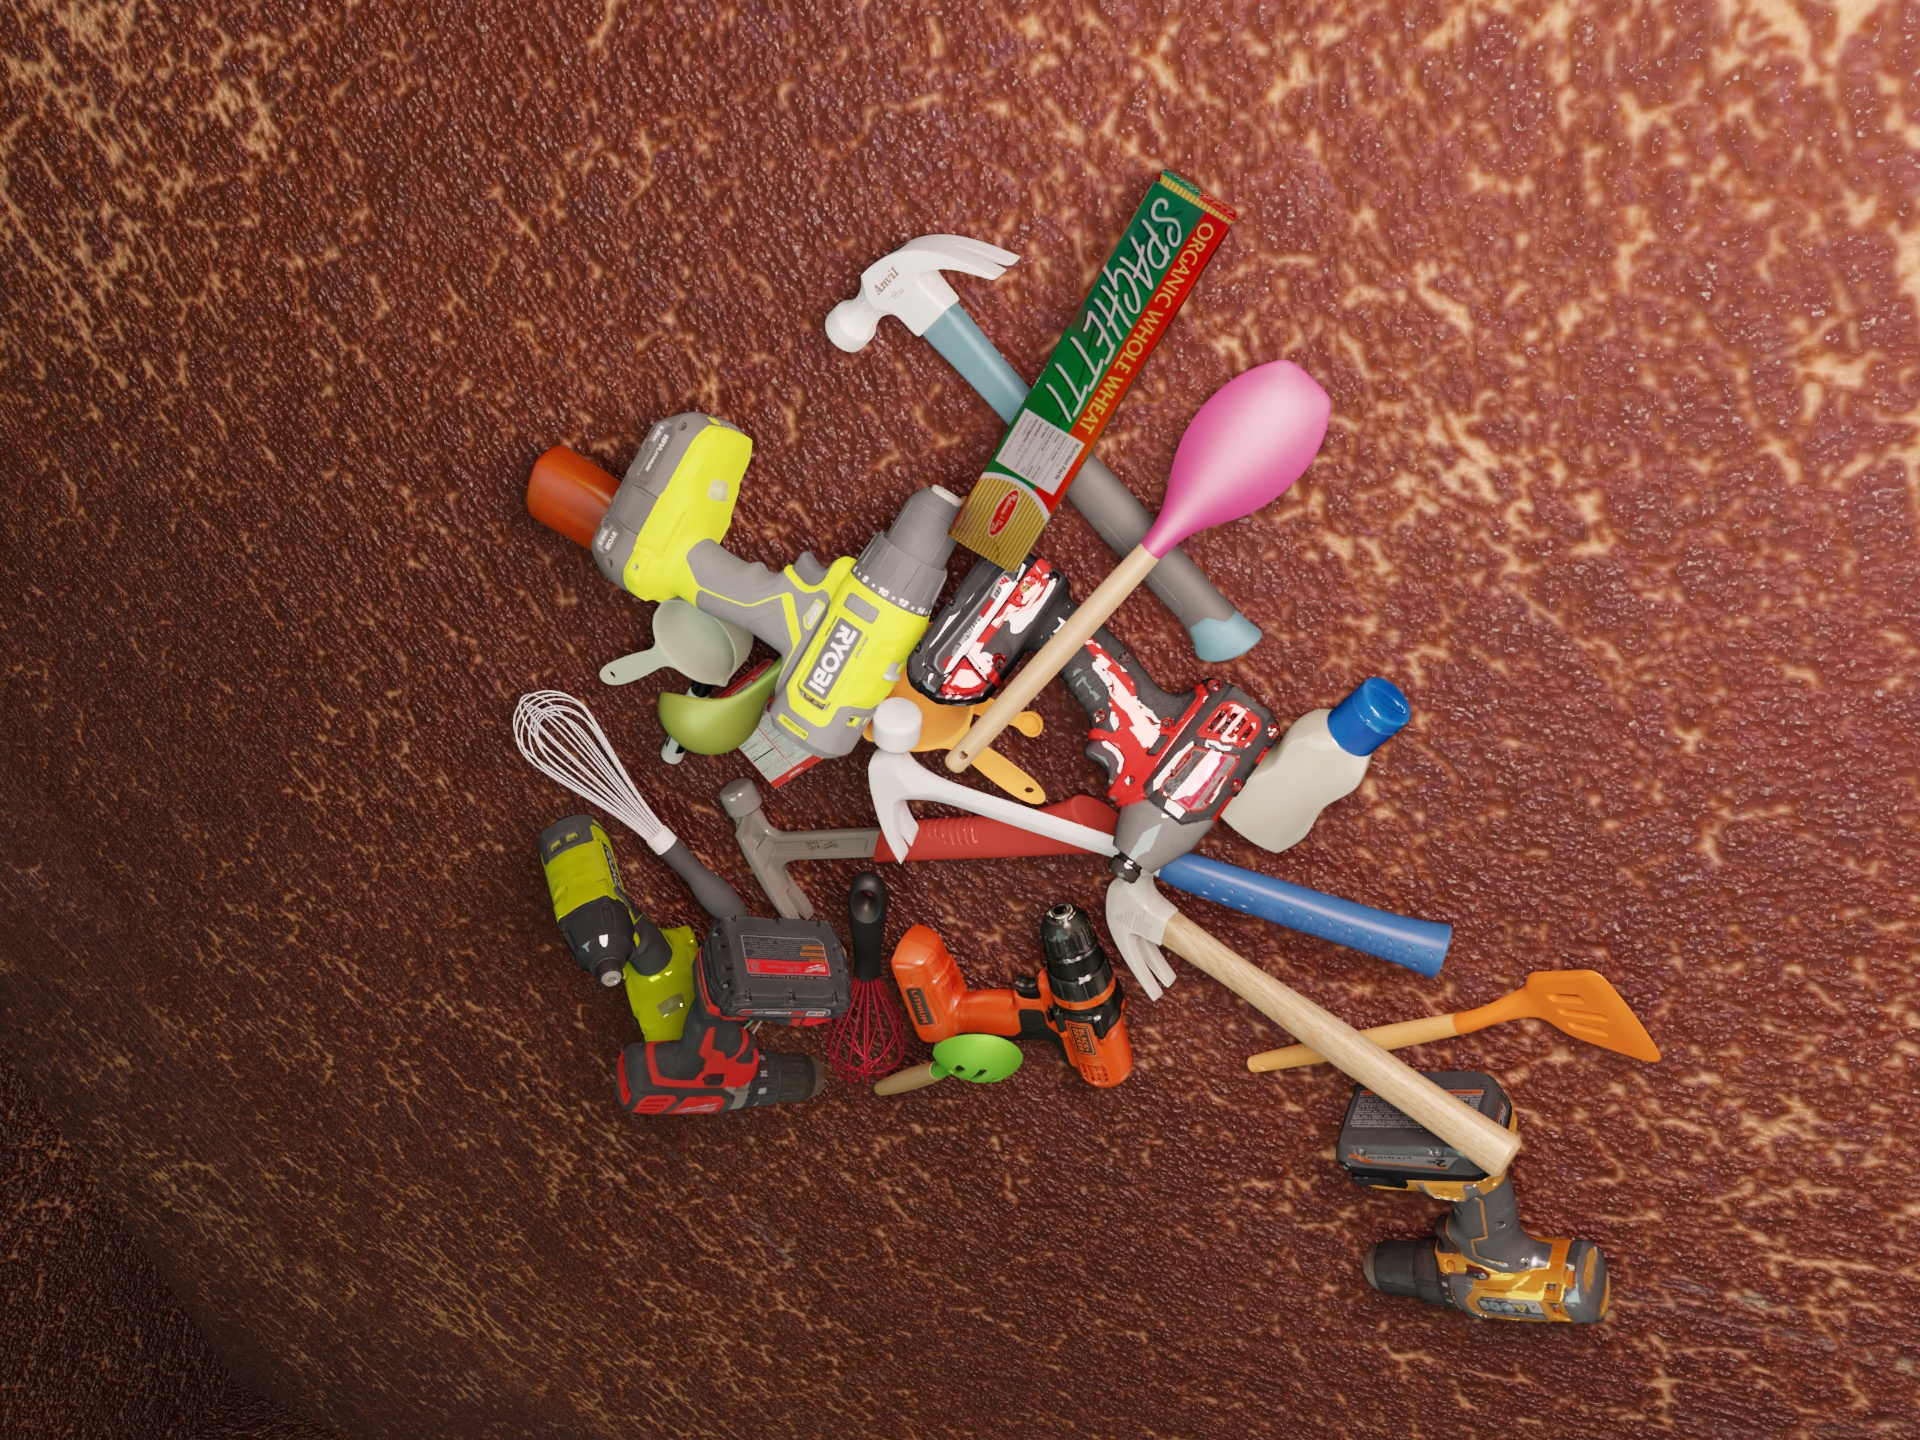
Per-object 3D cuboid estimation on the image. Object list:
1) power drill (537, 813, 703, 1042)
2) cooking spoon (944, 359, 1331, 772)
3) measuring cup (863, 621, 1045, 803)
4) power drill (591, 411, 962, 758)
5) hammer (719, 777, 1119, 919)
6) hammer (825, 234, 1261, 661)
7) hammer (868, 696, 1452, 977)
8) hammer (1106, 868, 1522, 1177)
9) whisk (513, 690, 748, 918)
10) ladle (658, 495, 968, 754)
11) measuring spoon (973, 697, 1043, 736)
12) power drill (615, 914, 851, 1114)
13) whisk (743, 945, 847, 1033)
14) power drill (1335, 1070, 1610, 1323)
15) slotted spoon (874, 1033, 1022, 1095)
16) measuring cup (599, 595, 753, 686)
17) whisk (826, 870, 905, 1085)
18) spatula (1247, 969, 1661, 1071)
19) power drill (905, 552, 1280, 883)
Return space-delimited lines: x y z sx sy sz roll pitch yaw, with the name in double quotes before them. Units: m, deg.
"power drill" -0.286 0.205 1.395 0.171 0.080 0.223 61 178 43
"cooking spoon" 0.096 -0.082 0.945 0.069 0.017 0.319 41 109 -3
"measuring cup" -0.002 -0.004 1.138 0.173 0.052 0.095 38 121 -23
"power drill" -0.118 -0.111 1.069 0.229 0.080 0.190 35 103 17
"hammer" -0.031 0.102 1.259 0.359 0.037 0.149 -6 121 36
"hammer" 0.064 -0.162 0.985 0.331 0.033 0.128 47 137 -9
"hammer" 0.127 0.097 1.090 0.405 0.035 0.144 18 139 11
"hammer" 0.239 0.211 1.124 0.331 0.031 0.130 34 140 26
"whisk" -0.285 0.083 1.397 0.070 0.070 0.284 -25 113 43
"ladle" -0.105 -0.070 1.139 0.078 0.062 0.320 17 135 -44
"measuring spoon" 0.009 -0.016 1.157 0.117 0.011 0.021 23 124 21
"power drill" -0.169 0.260 1.335 0.187 0.080 0.226 8 136 -30
"whisk" -0.178 0.258 1.485 0.047 0.051 0.245 31 136 -23
"power drill" 0.360 0.365 1.193 0.185 0.084 0.226 -12 122 40
"slotted spoon" -0.025 0.304 1.365 0.070 0.031 0.313 18 158 -14
"measuring cup" -0.227 -0.060 1.255 0.167 0.038 0.083 -16 115 42
"whisk" -0.080 0.224 1.352 0.073 0.073 0.295 22 139 16
"spatula" 0.328 0.224 1.123 0.322 0.041 0.081 -25 110 44
"power drill" 0.079 -0.004 1.026 0.220 0.143 0.078 36 180 6
